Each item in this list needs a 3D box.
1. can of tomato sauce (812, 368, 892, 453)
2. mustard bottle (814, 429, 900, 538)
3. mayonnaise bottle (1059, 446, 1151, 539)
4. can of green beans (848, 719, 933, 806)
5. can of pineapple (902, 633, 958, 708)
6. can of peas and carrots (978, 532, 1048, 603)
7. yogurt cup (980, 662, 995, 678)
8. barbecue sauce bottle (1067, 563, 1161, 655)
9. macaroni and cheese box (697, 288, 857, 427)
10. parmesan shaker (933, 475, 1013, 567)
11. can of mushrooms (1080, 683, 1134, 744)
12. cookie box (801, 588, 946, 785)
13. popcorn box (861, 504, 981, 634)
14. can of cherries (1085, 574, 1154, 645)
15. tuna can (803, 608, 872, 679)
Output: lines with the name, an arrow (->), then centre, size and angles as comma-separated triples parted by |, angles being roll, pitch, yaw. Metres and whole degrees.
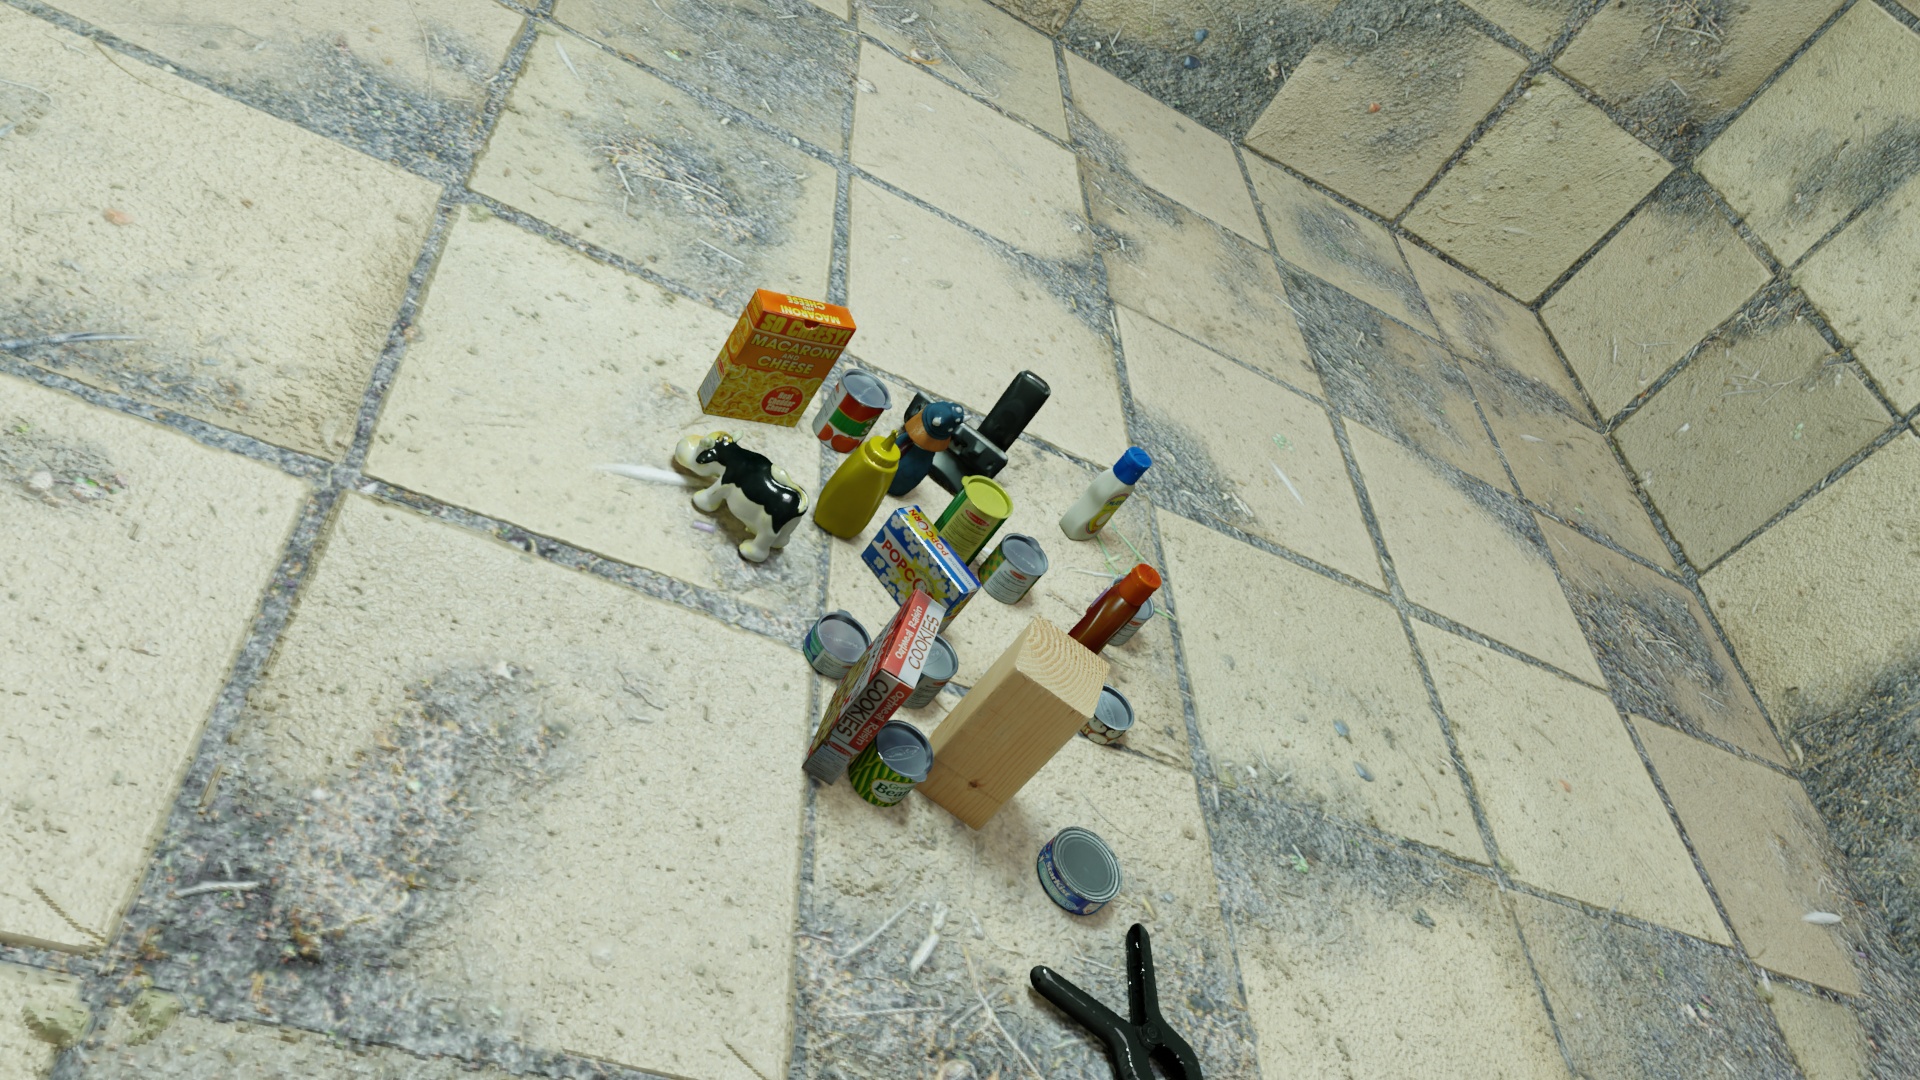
can of tomato sauce -> -0.132, -0.156, 1.692 | 0.071, 0.082, 0.071 | 23, 38, -20
mustard bottle -> -0.106, -0.070, 1.556 | 0.065, 0.159, 0.049 | 30, 37, -13
mayonnaise bottle -> 0.192, -0.061, 1.813 | 0.065, 0.147, 0.041 | -6, 55, -45
can of green beans -> -0.069, 0.219, 1.362 | 0.071, 0.057, 0.071 | 23, 39, -20
can of pineapple -> -0.045, 0.135, 1.474 | 0.071, 0.057, 0.071 | 23, 39, -20
can of peas and carrots -> 0.064, 0.033, 1.677 | 0.071, 0.058, 0.071 | 23, 39, -20
yogurt cup -> 0.040, 0.177, 1.505 | 0.072, 0.053, 0.073 | 23, 39, -20
barbecue sauce bottle -> 0.180, 0.086, 1.644 | 0.043, 0.147, 0.065 | 37, 36, -2
macaroni and cheese box -> -0.213, -0.207, 1.607 | 0.124, 0.165, 0.040 | 6, 47, -37
parmesan shaker -> 0.006, -0.021, 1.647 | 0.071, 0.102, 0.072 | 24, 38, -20
can of mushrooms -> 0.163, 0.200, 1.603 | 0.071, 0.033, 0.071 | 23, 39, -20
cookie box -> -0.084, 0.141, 1.341 | 0.040, 0.166, 0.123 | 33, 36, -8
popcorn box -> -0.045, 0.034, 1.560 | 0.038, 0.084, 0.127 | -18, 64, -49
can of cherries -> 0.198, 0.087, 1.735 | 0.071, 0.058, 0.072 | 23, 39, -20
tuna can -> -0.129, 0.108, 1.452 | 0.071, 0.032, 0.071 | 23, 39, -20
